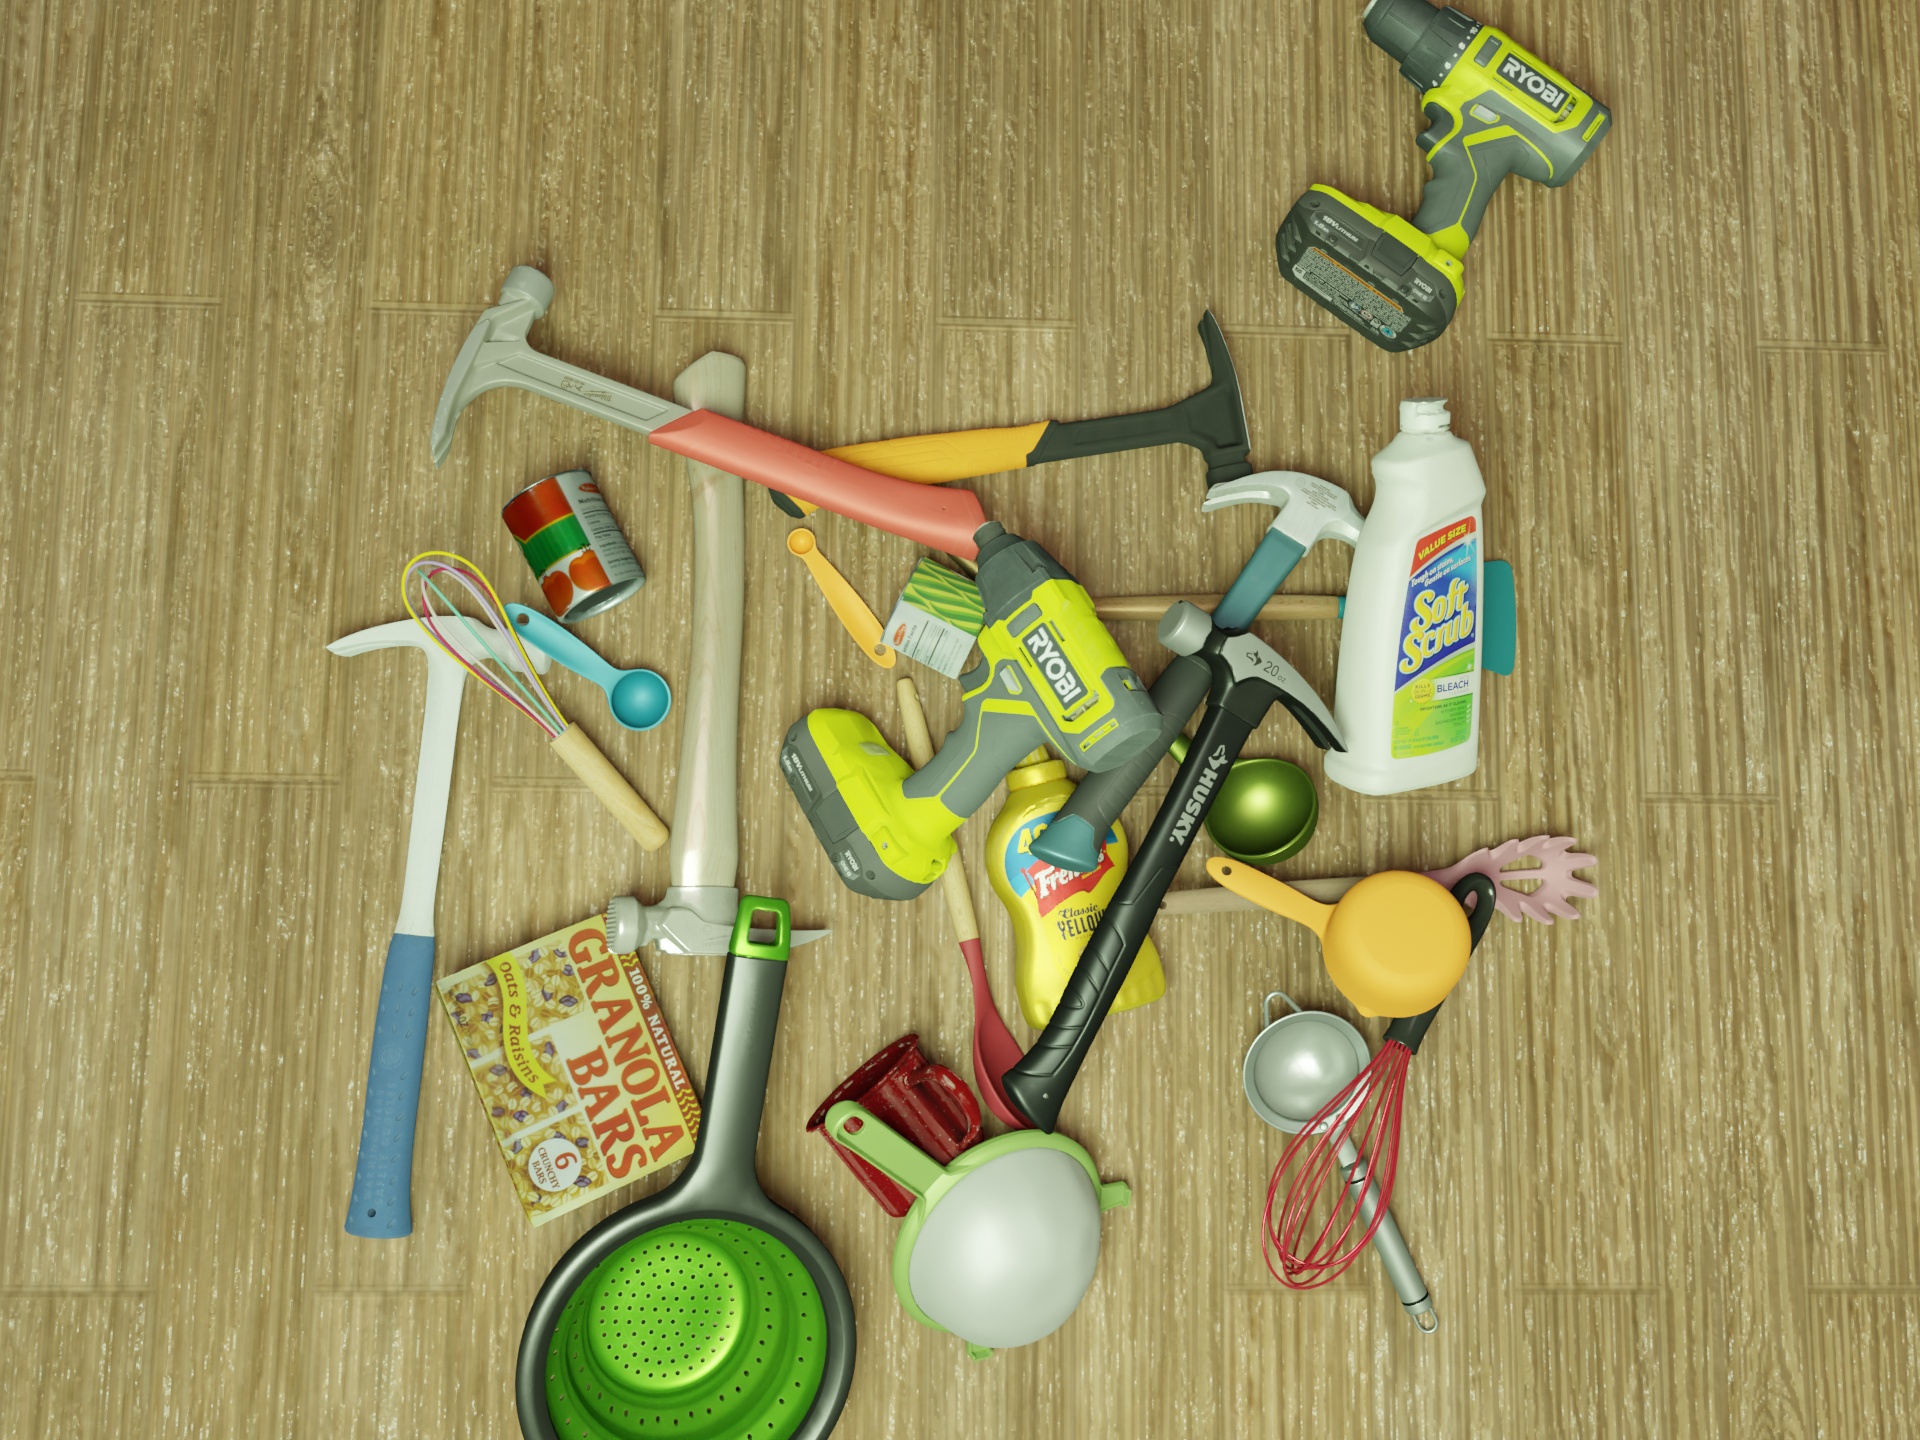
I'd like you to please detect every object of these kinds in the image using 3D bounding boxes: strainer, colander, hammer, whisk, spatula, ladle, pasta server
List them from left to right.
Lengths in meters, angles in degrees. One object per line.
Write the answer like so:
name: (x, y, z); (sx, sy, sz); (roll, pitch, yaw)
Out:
hammer: (-0.365, 0.130, 1.051); (0.144, 0.035, 0.405); (5, 83, -3)
whisk: (-0.272, -0.011, 1.038); (0.047, 0.051, 0.244); (-45, 107, -23)
colander: (-0.161, 0.302, 0.992); (0.204, 0.094, 0.397); (10, 88, -20)
hammer: (-0.156, -0.174, 1.049); (0.359, 0.036, 0.149); (20, 70, -5)
hammer: (-0.156, -0.048, 1.073); (0.146, 0.038, 0.411); (4, 79, -21)
ladle: (0.000, 0.122, 1.067); (0.031, 0.069, 0.315); (-19, 78, 22)
strainer: (0.009, 0.306, 0.960); (0.151, 0.069, 0.256); (-46, 128, -4)
hammer: (0.031, -0.198, 1.110); (0.337, 0.034, 0.127); (-10, 85, -4)
ladle: (0.111, -0.021, 1.083); (0.320, 0.062, 0.078); (42, 80, 5)
hammer: (0.122, 0.103, 0.999); (0.146, 0.035, 0.335); (30, 84, -19)
hammer: (0.157, -0.033, 1.055); (0.128, 0.033, 0.331); (35, 75, 9)
spatula: (0.235, -0.075, 1.113); (0.317, 0.044, 0.082); (1, 85, 2)
strainer: (0.258, 0.293, 1.061); (0.087, 0.050, 0.258); (-25, 91, 2)
pasta server: (0.274, 0.113, 1.065); (0.316, 0.040, 0.060); (-3, 91, -11)
whisk: (0.274, 0.226, 1.020); (0.073, 0.073, 0.296); (31, 76, 1)

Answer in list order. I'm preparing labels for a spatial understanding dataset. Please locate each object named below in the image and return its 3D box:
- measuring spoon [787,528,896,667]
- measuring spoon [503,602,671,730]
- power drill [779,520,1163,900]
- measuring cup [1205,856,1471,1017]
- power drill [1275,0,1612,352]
measuring spoon: (-0.082, -0.084, 1.105); (0.021, 0.011, 0.117); (-36, 90, -6)
measuring spoon: (-0.252, -0.039, 1.069); (0.128, 0.021, 0.042); (36, 80, -16)
power drill: (-0.002, -0.003, 1.006); (0.223, 0.080, 0.171); (-39, 70, 23)
measuring cup: (0.239, 0.121, 1.010); (0.174, 0.052, 0.095); (25, 70, 11)
power drill: (0.326, -0.397, 1.129); (0.190, 0.080, 0.228); (36, 80, 1)
